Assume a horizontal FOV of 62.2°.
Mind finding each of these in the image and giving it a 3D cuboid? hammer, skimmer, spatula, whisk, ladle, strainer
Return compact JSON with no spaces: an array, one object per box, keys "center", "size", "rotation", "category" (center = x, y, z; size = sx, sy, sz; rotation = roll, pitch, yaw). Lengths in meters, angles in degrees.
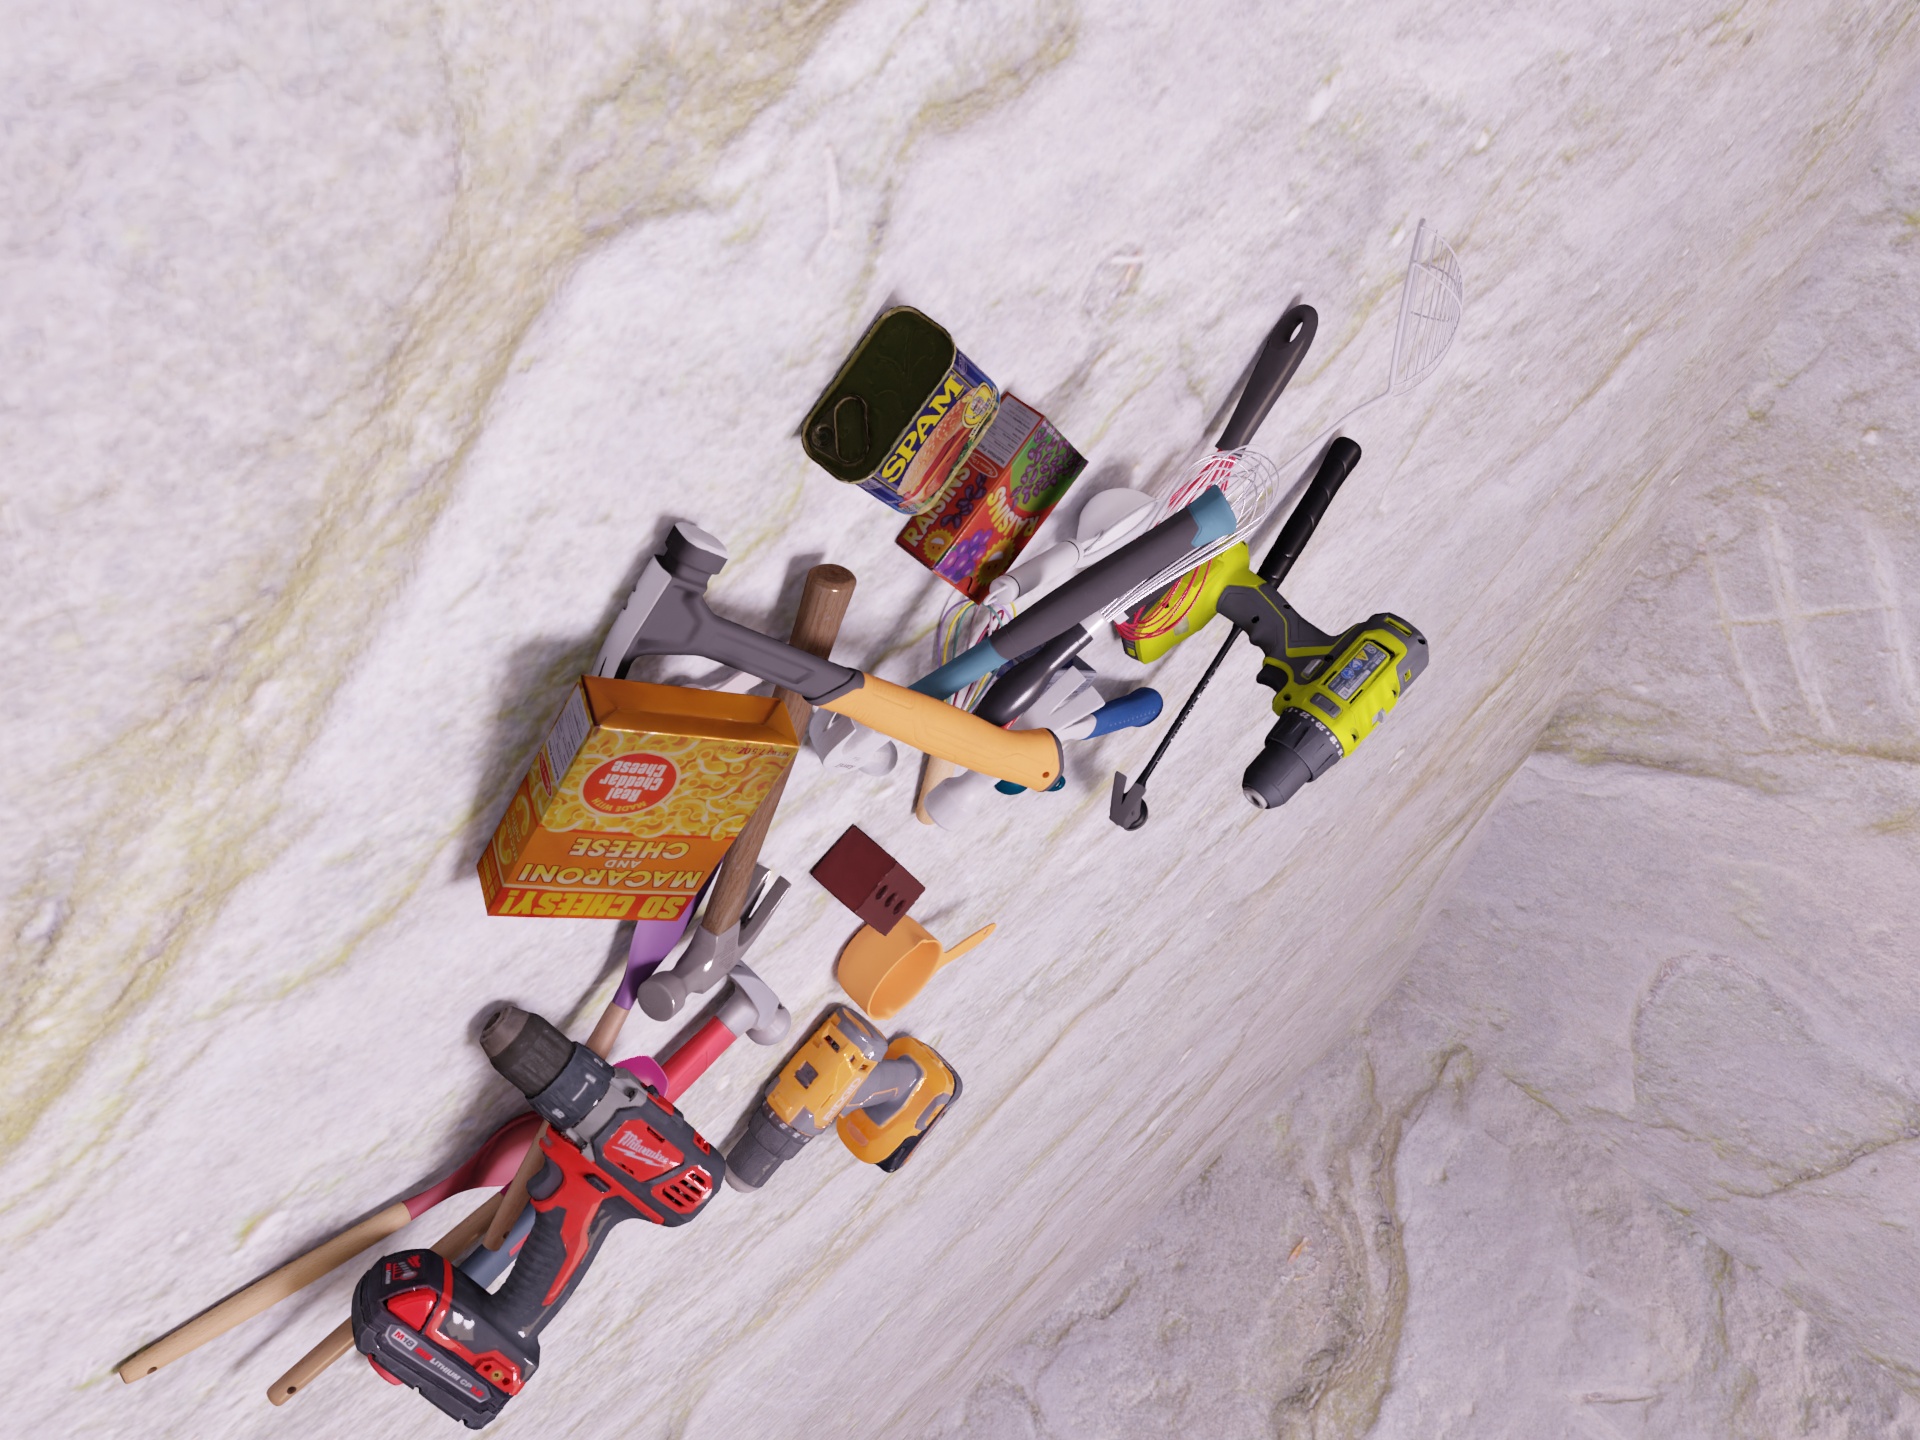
[{"center":[0.248,-0.081,1.445],"size":[0.409,0.036,0.149],"rotation":[-58,168,-3],"category":"hammer"},{"center":[-0.288,0.330,1.181],"size":[0.386,0.038,0.143],"rotation":[-44,152,-13],"category":"hammer"},{"center":[0.234,-0.220,1.198],"size":[0.363,0.090,0.127],"rotation":[-40,170,11],"category":"skimmer"},{"center":[-0.243,0.215,1.075],"size":[0.316,0.018,0.059],"rotation":[-62,152,-2],"category":"spatula"},{"center":[0.116,-0.094,1.139],"size":[0.284,0.070,0.070],"rotation":[-43,154,0],"category":"whisk"},{"center":[0.038,-0.055,1.057],"size":[0.331,0.033,0.128],"rotation":[-32,162,18],"category":"hammer"},{"center":[-0.388,0.338,1.044],"size":[0.315,0.031,0.069],"rotation":[-26,137,-38],"category":"ladle"},{"center":[0.201,-0.195,1.260],"size":[0.296,0.073,0.073],"rotation":[-61,153,9],"category":"whisk"},{"center":[-0.063,-0.007,0.971],"size":[0.336,0.034,0.127],"rotation":[21,108,-40],"category":"hammer"},{"center":[0.000,-0.004,1.203],"size":[0.047,0.051,0.244],"rotation":[-36,154,-39],"category":"whisk"},{"center":[-0.128,0.045,1.042],"size":[0.130,0.031,0.331],"rotation":[-37,152,-58],"category":"hammer"},{"center":[0.081,-0.124,1.131],"size":[0.087,0.050,0.258],"rotation":[-40,176,37],"category":"strainer"},{"center":[0.100,0.003,1.274],"size":[0.144,0.035,0.405],"rotation":[-43,170,20],"category":"hammer"}]

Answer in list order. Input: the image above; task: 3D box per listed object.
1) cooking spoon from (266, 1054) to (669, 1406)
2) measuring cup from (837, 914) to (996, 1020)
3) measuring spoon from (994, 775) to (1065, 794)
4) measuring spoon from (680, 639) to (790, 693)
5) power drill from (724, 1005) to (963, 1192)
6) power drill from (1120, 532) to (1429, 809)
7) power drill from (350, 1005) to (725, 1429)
[{"center":[-0.330,0.342,1.079],"size":[0.319,0.017,0.068],"rotation":[-40,125,-20],"category":"cooking spoon"},{"center":[-0.037,0.197,1.393],"size":[0.173,0.052,0.095],"rotation":[-22,142,-48],"category":"measuring cup"},{"center":[0.071,0.055,1.412],"size":[0.042,0.021,0.128],"rotation":[-55,153,10],"category":"measuring spoon"},{"center":[-0.140,-0.028,0.983],"size":[0.124,0.018,0.034],"rotation":[-35,152,-43],"category":"measuring spoon"},{"center":[-0.109,0.362,1.465],"size":[0.185,0.084,0.226],"rotation":[-51,150,1],"category":"power drill"},{"center":[0.240,-0.049,1.310],"size":[0.190,0.229,0.080],"rotation":[-45,153,-12],"category":"power drill"},{"center":[-0.288,0.312,1.024],"size":[0.227,0.187,0.080],"rotation":[-47,-162,-8],"category":"power drill"}]
